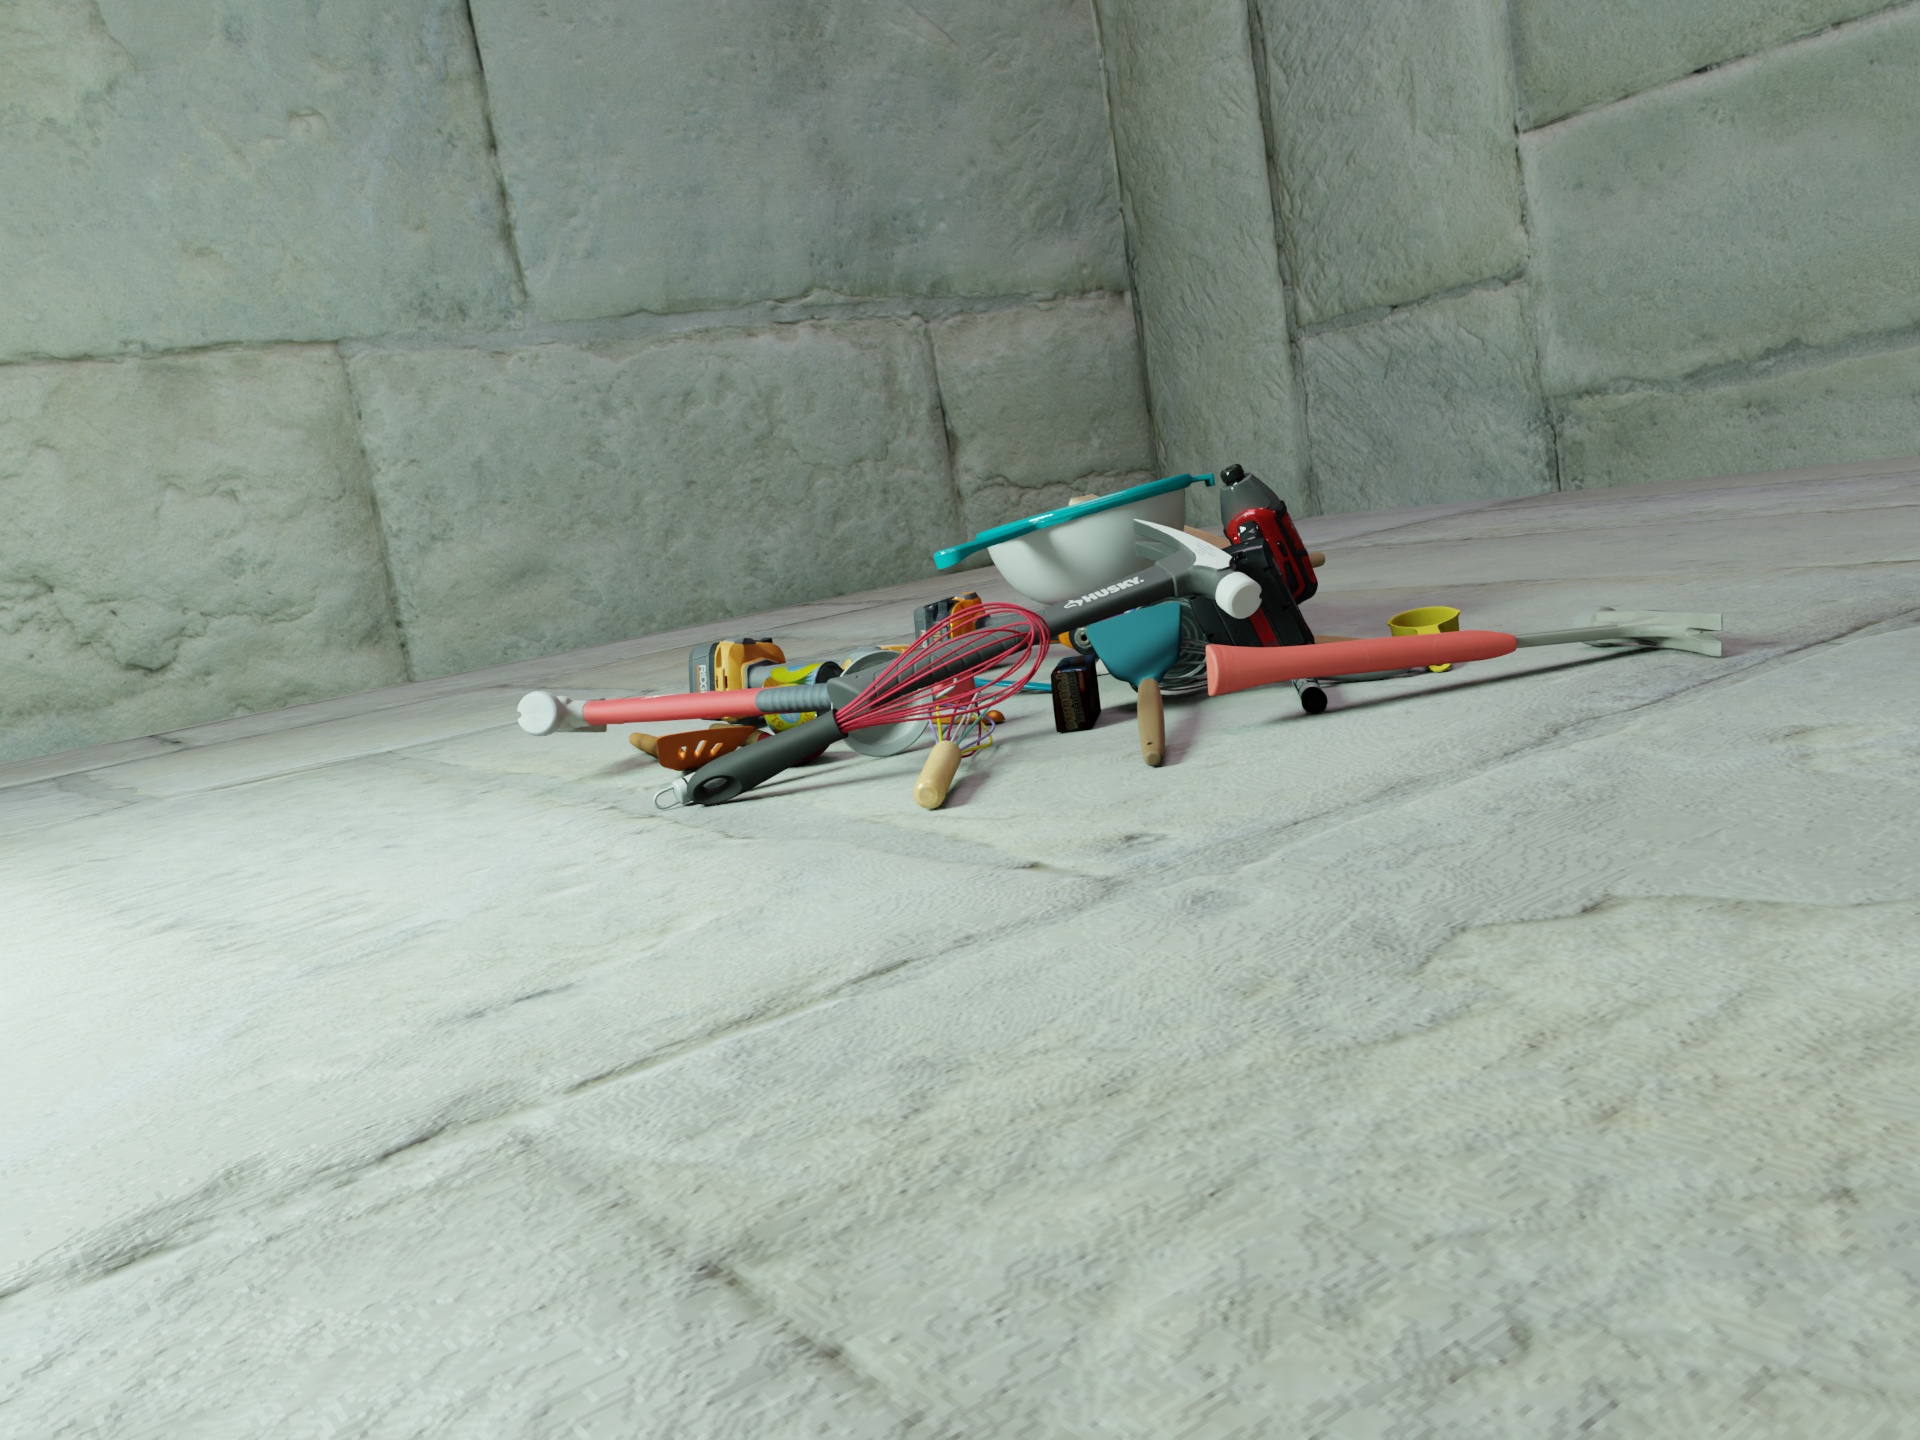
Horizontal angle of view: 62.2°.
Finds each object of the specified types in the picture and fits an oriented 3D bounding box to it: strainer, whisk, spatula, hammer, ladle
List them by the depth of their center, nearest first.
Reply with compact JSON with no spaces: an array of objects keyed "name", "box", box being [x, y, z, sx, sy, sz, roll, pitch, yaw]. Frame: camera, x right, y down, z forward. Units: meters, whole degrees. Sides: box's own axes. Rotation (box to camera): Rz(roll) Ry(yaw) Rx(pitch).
[{"name":"whisk","box":[-0.003,0.021,1.139,0.051,0.047,0.245,-20,11,11]},{"name":"whisk","box":[-0.070,-0.007,1.145,0.296,0.073,0.073,-25,5,12]},{"name":"hammer","box":[0.352,-0.051,1.147,0.359,0.036,0.149,-6,7,-11]},{"name":"spatula","box":[0.137,-0.028,1.194,0.082,0.044,0.318,-15,14,9]},{"name":"strainer","box":[-0.121,0.011,1.234,0.258,0.086,0.050,-25,22,-23]},{"name":"hammer","box":[0.054,-0.074,1.238,0.334,0.035,0.146,-21,35,-15]},{"name":"whisk","box":[0.245,-0.044,1.290,0.239,0.055,0.055,-1,11,23]},{"name":"hammer","box":[-0.174,-0.016,1.376,0.386,0.038,0.143,-3,-1,13]},{"name":"ladle","box":[-0.181,0.015,1.405,0.069,0.031,0.315,-7,5,-22]},{"name":"spatula","box":[-0.261,0.018,1.421,0.081,0.041,0.323,-6,6,-22]},{"name":"strainer","box":[0.091,-0.144,1.453,0.211,0.095,0.340,-12,8,38]}]

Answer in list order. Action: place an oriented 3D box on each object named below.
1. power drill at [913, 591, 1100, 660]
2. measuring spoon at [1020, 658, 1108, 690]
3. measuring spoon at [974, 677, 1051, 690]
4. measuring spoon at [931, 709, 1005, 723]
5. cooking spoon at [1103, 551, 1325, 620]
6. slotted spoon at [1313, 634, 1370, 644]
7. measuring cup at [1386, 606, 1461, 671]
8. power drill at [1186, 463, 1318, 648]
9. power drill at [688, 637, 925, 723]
[{"name":"power drill","box":[0.069,-0.095,1.695,0.226,0.084,0.164,-2,10,17]},{"name":"measuring spoon","box":[0.108,-0.048,1.536,0.124,0.018,0.034,-14,10,-22]},{"name":"measuring spoon","box":[0.041,-0.026,1.494,0.129,0.021,0.042,4,12,22]},{"name":"measuring spoon","box":[-0.002,-0.004,1.387,0.021,0.011,0.117,-15,10,-37]},{"name":"cooking spoon","box":[0.220,-0.125,1.523,0.319,0.017,0.069,-14,10,-24]},{"name":"slotted spoon","box":[0.317,-0.067,1.394,0.070,0.031,0.314,-13,10,-16]},{"name":"measuring cup","box":[0.389,-0.058,1.313,0.062,0.029,0.157,-9,20,13]},{"name":"power drill","box":[0.259,-0.136,1.400,0.078,0.143,0.220,-21,19,24]},{"name":"power drill","box":[-0.130,-0.044,1.573,0.226,0.084,0.185,-1,4,22]}]
